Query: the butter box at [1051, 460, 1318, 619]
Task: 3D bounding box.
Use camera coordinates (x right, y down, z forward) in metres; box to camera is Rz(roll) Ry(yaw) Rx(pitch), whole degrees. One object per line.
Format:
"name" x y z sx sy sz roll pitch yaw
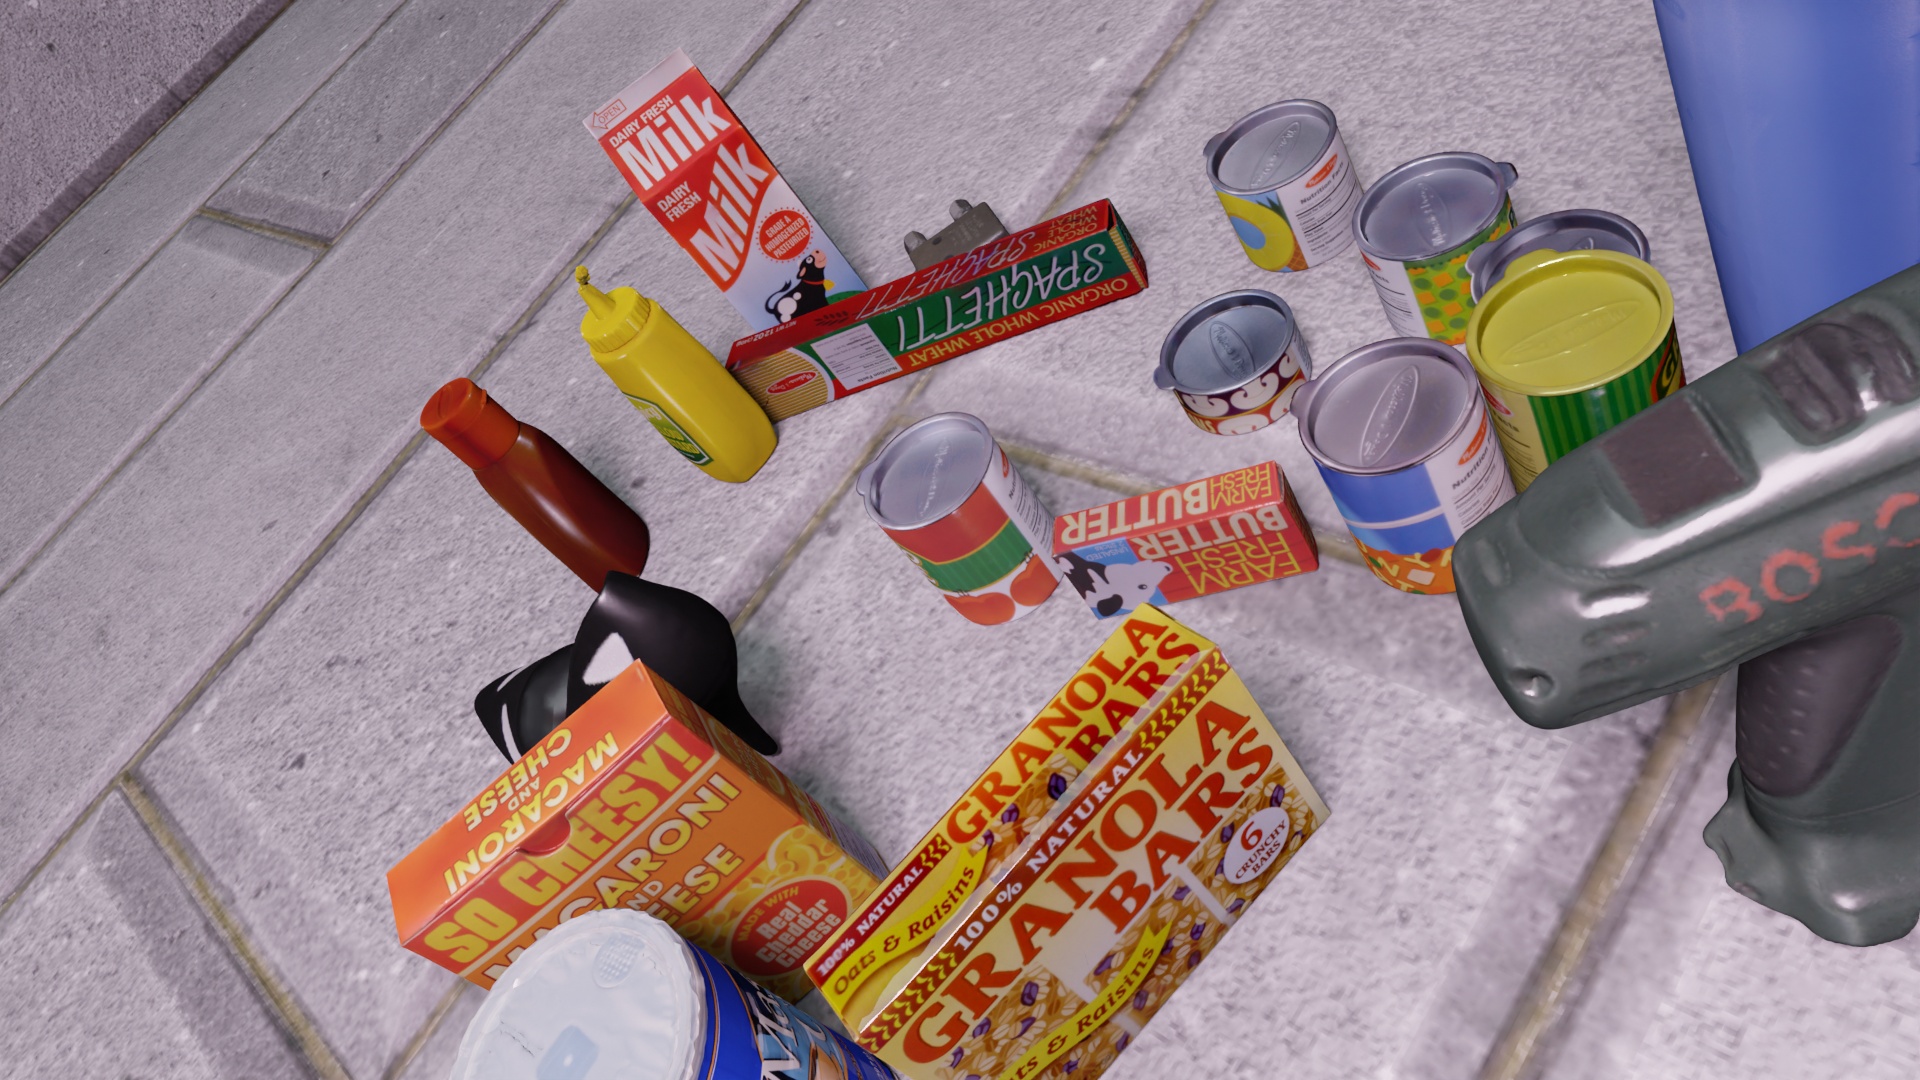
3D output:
"butter box" 0.096 0.001 0.597 0.103 0.053 0.024 -15 48 25

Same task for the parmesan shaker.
"parmesan shaker" 0.230 -0.048 0.509 0.071 0.102 0.072 -19 46 21

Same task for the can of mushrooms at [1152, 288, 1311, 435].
"can of mushrooms" 0.129 -0.084 0.662 0.071 0.033 0.071 -19 46 21

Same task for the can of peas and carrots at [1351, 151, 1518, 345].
"can of peas and carrots" 0.218 -0.131 0.621 0.071 0.058 0.071 -19 46 21

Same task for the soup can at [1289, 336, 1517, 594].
"soup can" 0.175 -0.028 0.544 0.071 0.083 0.072 -19 46 21

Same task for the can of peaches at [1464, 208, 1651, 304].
"can of peaches" 0.247 -0.092 0.568 0.071 0.058 0.071 -19 46 21

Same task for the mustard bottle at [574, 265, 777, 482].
"mustard bottle" -0.169 -0.096 0.787 0.065 0.159 0.049 19 67 43

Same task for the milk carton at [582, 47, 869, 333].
"milk carton" -0.136 -0.198 0.828 0.072 0.190 0.074 -37 42 3

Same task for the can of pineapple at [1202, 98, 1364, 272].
"can of pineapple" 0.164 -0.179 0.701 0.071 0.057 0.071 -19 46 21

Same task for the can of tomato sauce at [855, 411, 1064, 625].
"can of tomato sauce" 0.002 -0.008 0.649 0.071 0.083 0.071 -19 46 21

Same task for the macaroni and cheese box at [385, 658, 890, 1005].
"macaroni and cheese box" -0.114 0.138 0.543 0.124 0.166 0.040 -41 42 -2

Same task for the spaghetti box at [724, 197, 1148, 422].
"spaghetti box" -0.017 -0.126 0.789 0.249 0.050 0.029 -17 47 23

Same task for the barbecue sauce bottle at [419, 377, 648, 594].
"barbecue sauce bottle" -0.240 -0.032 0.790 0.043 0.148 0.065 -30 43 11

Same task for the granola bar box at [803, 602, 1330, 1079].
"granola bar box" 0.043 0.119 0.481 0.166 0.124 0.039 -46 42 -7
